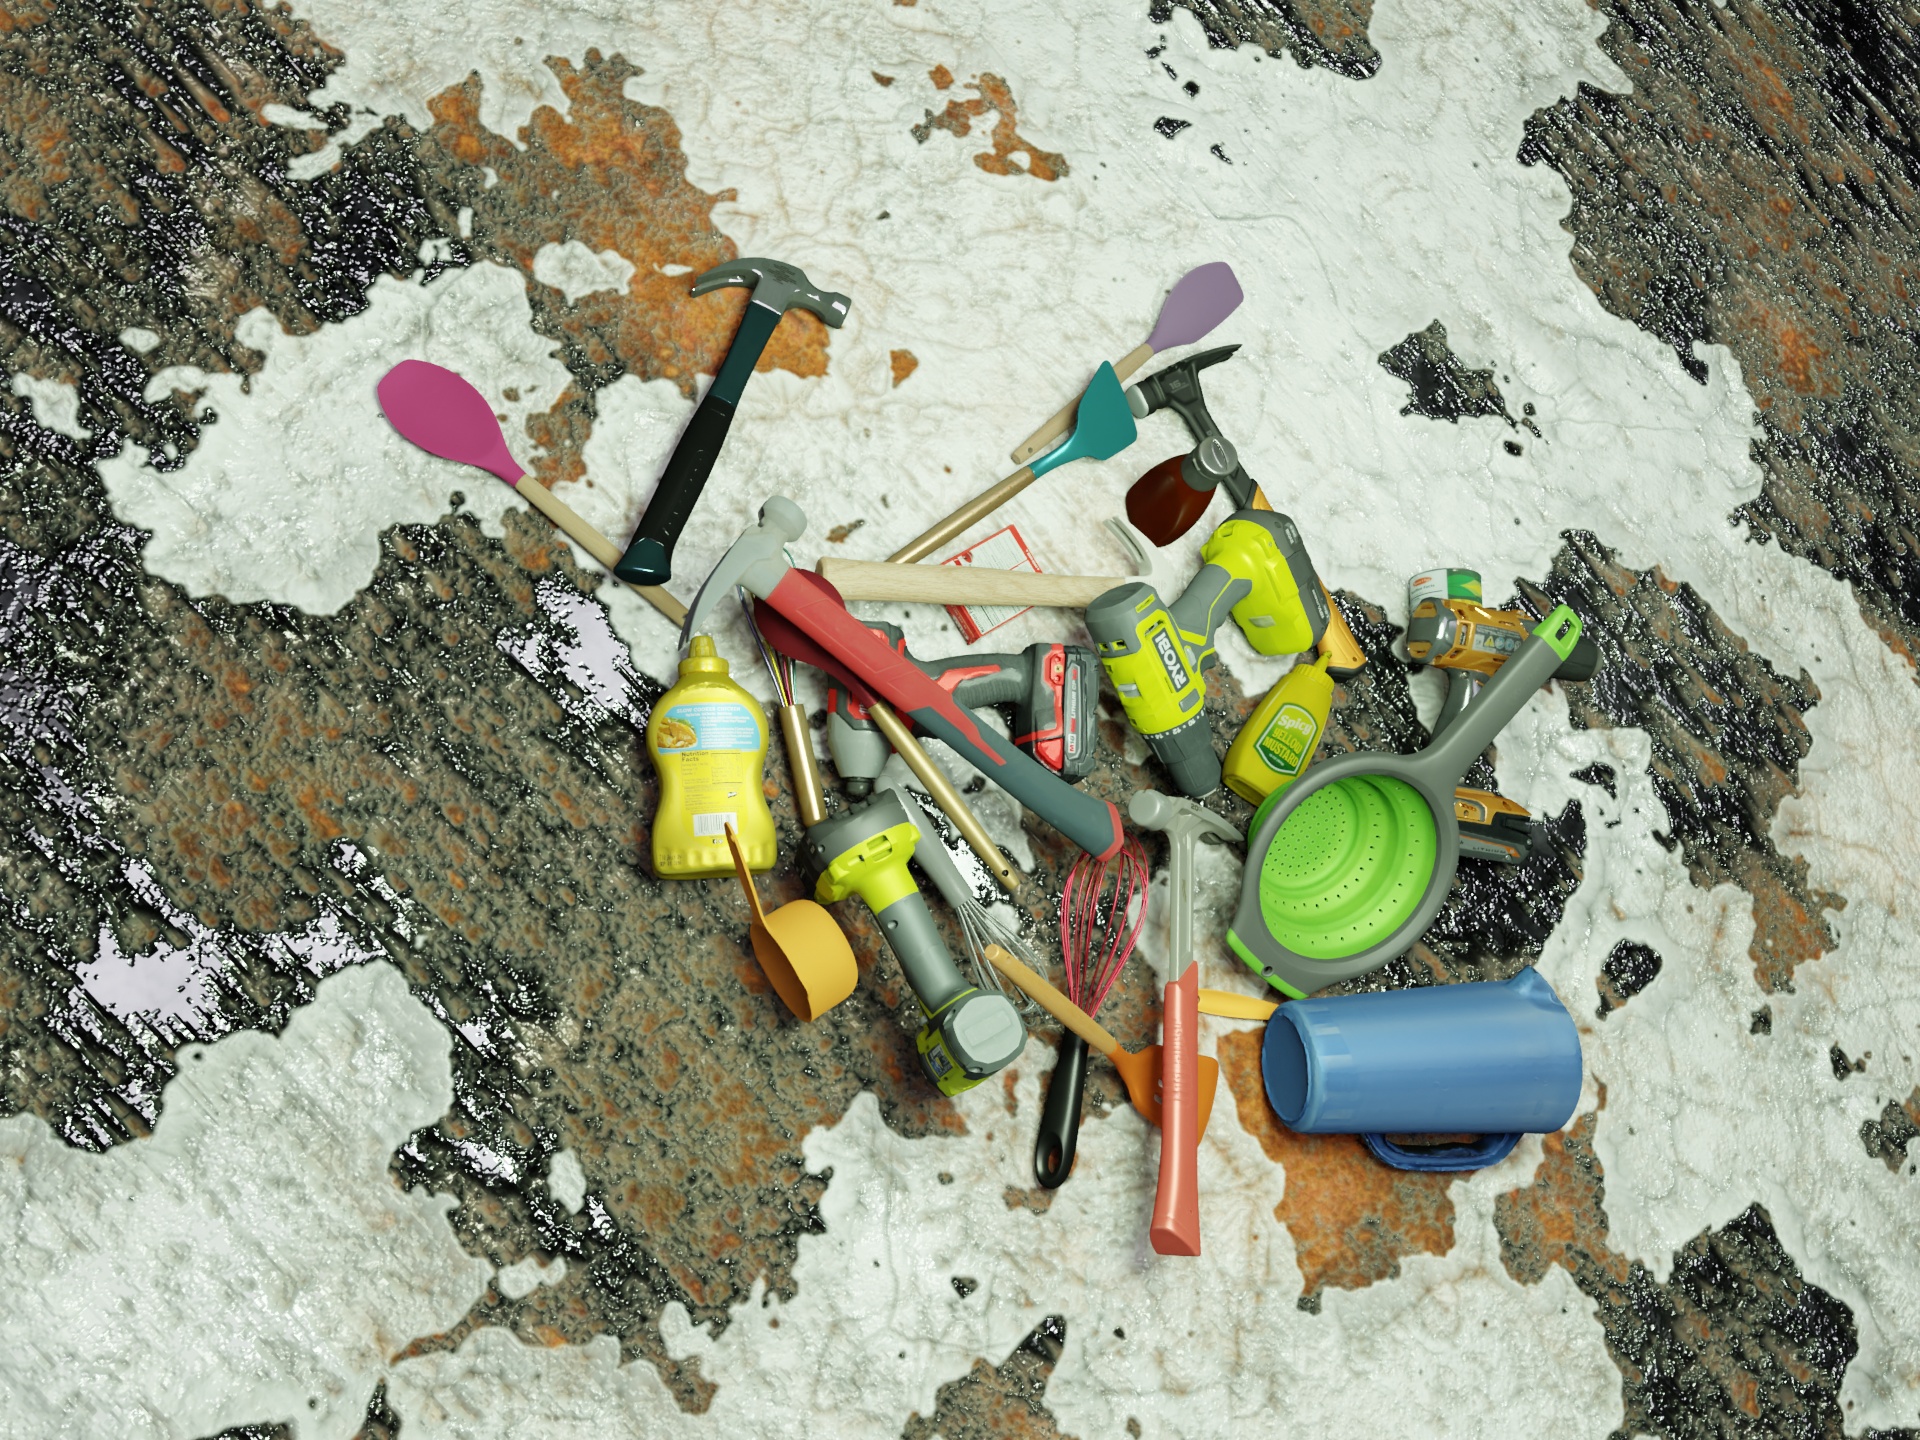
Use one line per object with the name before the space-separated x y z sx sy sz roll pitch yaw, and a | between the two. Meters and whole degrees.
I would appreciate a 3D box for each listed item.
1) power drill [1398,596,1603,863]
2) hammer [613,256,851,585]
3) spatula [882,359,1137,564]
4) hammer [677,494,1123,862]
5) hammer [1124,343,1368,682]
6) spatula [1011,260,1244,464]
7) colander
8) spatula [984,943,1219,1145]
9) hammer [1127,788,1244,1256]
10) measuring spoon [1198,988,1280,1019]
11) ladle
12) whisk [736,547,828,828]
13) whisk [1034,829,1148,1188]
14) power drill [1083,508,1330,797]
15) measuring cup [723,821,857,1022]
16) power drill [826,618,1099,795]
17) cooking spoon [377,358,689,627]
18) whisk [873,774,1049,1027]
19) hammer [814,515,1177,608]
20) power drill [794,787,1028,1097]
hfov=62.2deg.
power drill | 0.483 0.012 1.436 0.185 0.084 0.226 9 90 -16
hammer | -0.205 -0.253 1.328 0.128 0.033 0.331 24 66 -10
spatula | 0.037 -0.204 1.401 0.317 0.044 0.082 -35 119 -15
hammer | -0.033 -0.001 1.230 0.386 0.038 0.143 39 64 -13
hammer | 0.286 -0.189 1.479 0.127 0.034 0.337 -28 86 -21
spatula | 0.157 -0.333 1.481 0.316 0.018 0.059 -43 112 -22
colander | 0.367 0.050 1.353 0.204 0.095 0.397 40 93 -26
spatula | 0.112 0.245 1.237 0.322 0.041 0.081 44 57 -44
hammer | 0.182 0.242 1.280 0.149 0.037 0.359 26 60 -48
measuring spoon | 0.242 0.246 1.366 0.117 0.011 0.021 11 79 -11
ladle | -0.053 0.008 1.255 0.069 0.031 0.315 -38 93 -8
whisk | -0.141 -0.033 1.299 0.051 0.047 0.245 -12 84 -8
whisk | 0.101 0.231 1.297 0.073 0.073 0.296 15 78 -14
power drill | 0.219 -0.063 1.370 0.228 0.080 0.190 -39 111 -33
measuring cup | -0.130 0.144 1.210 0.052 0.095 0.173 -27 111 -24
power drill | -0.002 -0.004 1.314 0.219 0.078 0.143 4 82 -13
cooking spoon | -0.335 -0.176 1.284 0.319 0.017 0.069 40 69 -4
whisk | -0.001 0.145 1.276 0.055 0.055 0.239 -36 97 -22
hammer | 0.036 -0.115 1.342 0.331 0.031 0.130 1 85 -24
power drill | -0.040 0.178 1.217 0.080 0.171 0.223 -25 76 -21
